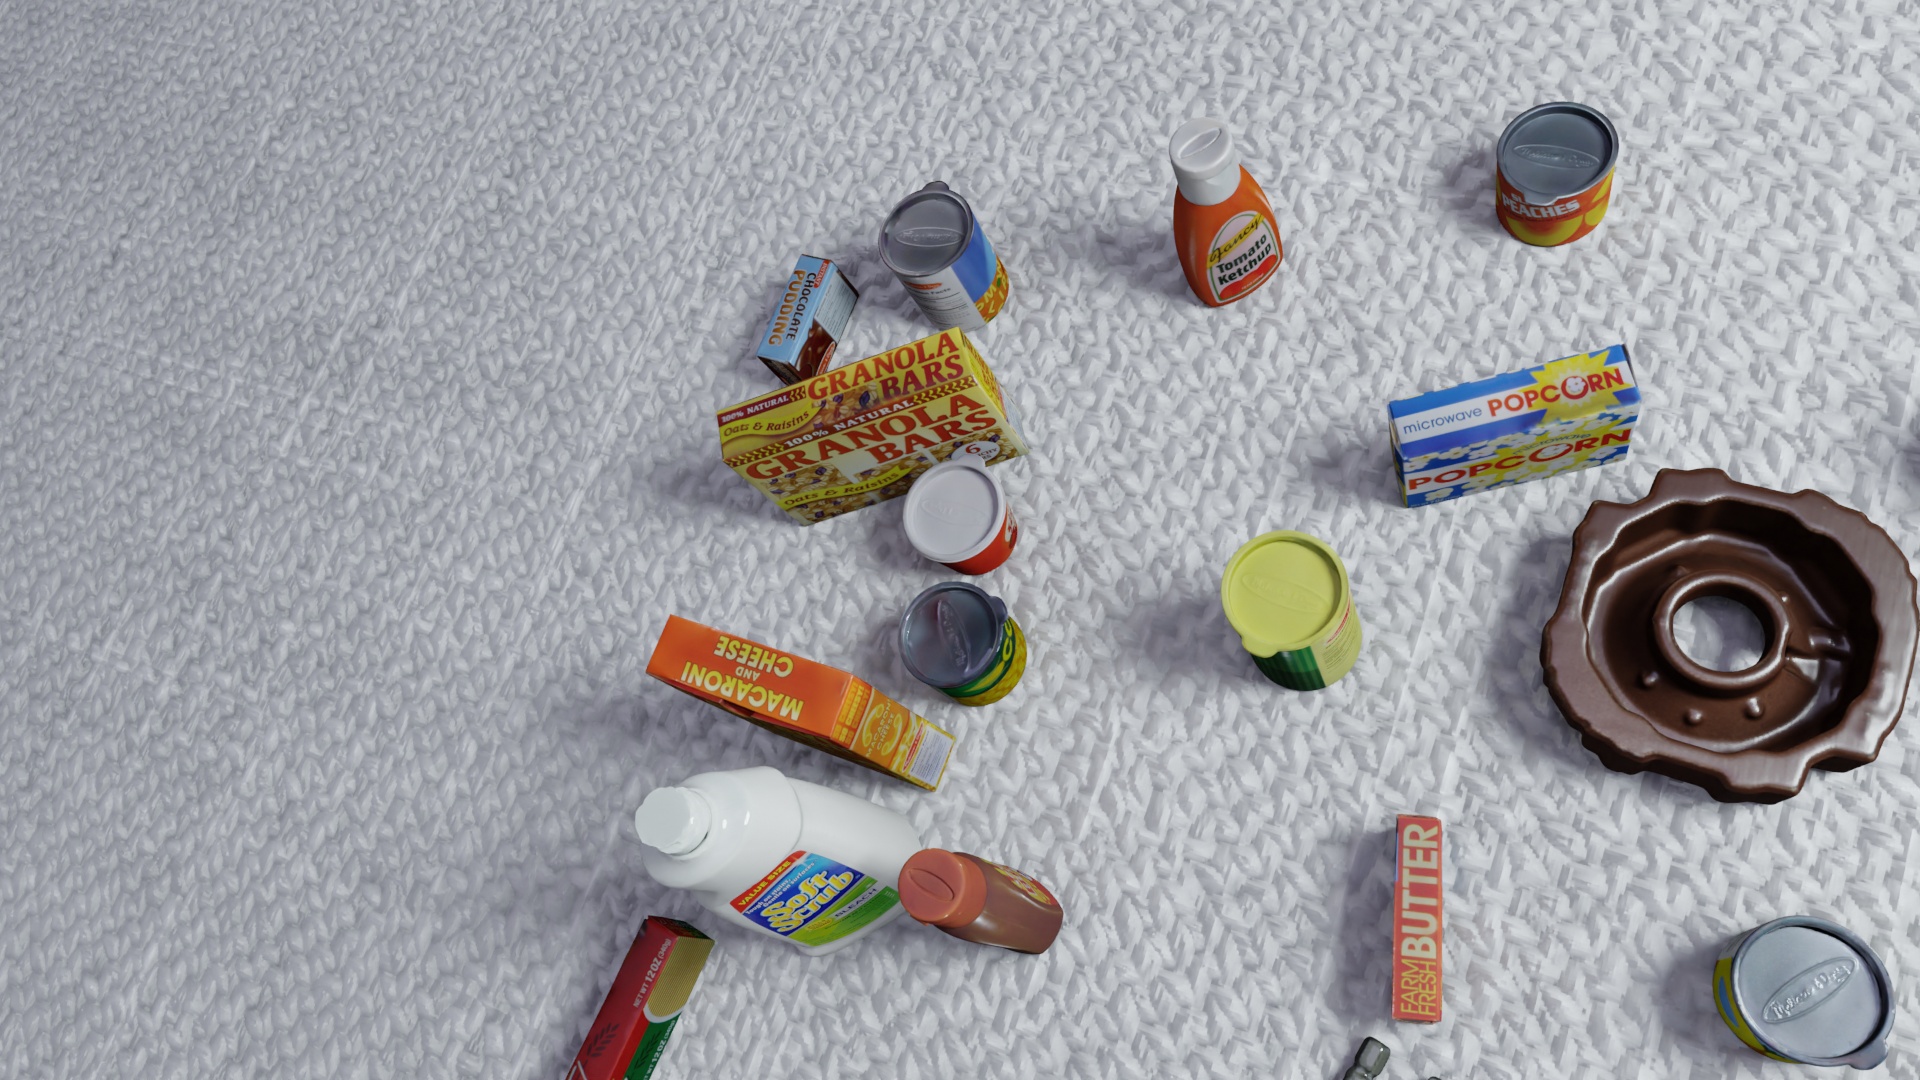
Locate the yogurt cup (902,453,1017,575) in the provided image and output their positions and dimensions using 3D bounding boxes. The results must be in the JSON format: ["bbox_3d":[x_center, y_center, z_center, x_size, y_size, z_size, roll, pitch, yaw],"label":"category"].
[{"bbox_3d":[0.003,-0.011,0.886,0.072,0.054,0.072,-7,69,17],"label":"yogurt cup"}]

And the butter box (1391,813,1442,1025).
[{"bbox_3d":[0.239,0.198,0.725,0.024,0.053,0.104,0,71,20],"label":"butter box"}]

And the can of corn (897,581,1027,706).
[{"bbox_3d":[0.005,0.064,0.855,0.071,0.058,0.071,-7,69,17],"label":"can of corn"}]

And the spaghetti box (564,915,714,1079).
[{"bbox_3d":[-0.225,0.349,0.836,0.029,0.050,0.250,21,79,25],"label":"spaghetti box"}]

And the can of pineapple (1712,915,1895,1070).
[{"bbox_3d":[0.398,0.216,0.659,0.071,0.057,0.071,-7,69,17],"label":"can of pineapple"}]

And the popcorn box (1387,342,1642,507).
[{"bbox_3d":[0.307,-0.061,0.779,0.126,0.085,0.038,-14,67,15],"label":"popcorn box"}]

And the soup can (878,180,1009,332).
[{"bbox_3d":[-0.009,-0.190,0.940,0.071,0.083,0.071,-7,69,18],"label":"soup can"}]

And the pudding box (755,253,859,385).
[{"bbox_3d":[-0.107,-0.153,0.980,0.030,0.049,0.084,16,77,24],"label":"pudding box"}]

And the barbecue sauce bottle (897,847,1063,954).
[{"bbox_3d":[0.008,0.195,0.755,0.065,0.148,0.044,25,81,26],"label":"barbecue sauce bottle"}]

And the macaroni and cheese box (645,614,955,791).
[{"bbox_3d":[-0.088,0.099,0.815,0.124,0.166,0.040,15,77,24],"label":"macaroni and cheese box"}]

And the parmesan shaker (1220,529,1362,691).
[{"bbox_3d":[0.185,0.044,0.773,0.071,0.103,0.071,-7,69,18],"label":"parmesan shaker"}]

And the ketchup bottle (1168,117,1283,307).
[{"bbox_3d":[0.158,-0.201,0.848,0.064,0.148,0.044,-35,63,5],"label":"ketchup bottle"}]

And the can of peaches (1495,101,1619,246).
[{"bbox_3d":[0.356,-0.217,0.834,0.071,0.058,0.071,-7,69,17],"label":"can of peaches"}]

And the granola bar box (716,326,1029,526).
[{"bbox_3d":[-0.053,-0.070,0.888,0.165,0.124,0.039,-18,66,13],"label":"granola bar box"}]
